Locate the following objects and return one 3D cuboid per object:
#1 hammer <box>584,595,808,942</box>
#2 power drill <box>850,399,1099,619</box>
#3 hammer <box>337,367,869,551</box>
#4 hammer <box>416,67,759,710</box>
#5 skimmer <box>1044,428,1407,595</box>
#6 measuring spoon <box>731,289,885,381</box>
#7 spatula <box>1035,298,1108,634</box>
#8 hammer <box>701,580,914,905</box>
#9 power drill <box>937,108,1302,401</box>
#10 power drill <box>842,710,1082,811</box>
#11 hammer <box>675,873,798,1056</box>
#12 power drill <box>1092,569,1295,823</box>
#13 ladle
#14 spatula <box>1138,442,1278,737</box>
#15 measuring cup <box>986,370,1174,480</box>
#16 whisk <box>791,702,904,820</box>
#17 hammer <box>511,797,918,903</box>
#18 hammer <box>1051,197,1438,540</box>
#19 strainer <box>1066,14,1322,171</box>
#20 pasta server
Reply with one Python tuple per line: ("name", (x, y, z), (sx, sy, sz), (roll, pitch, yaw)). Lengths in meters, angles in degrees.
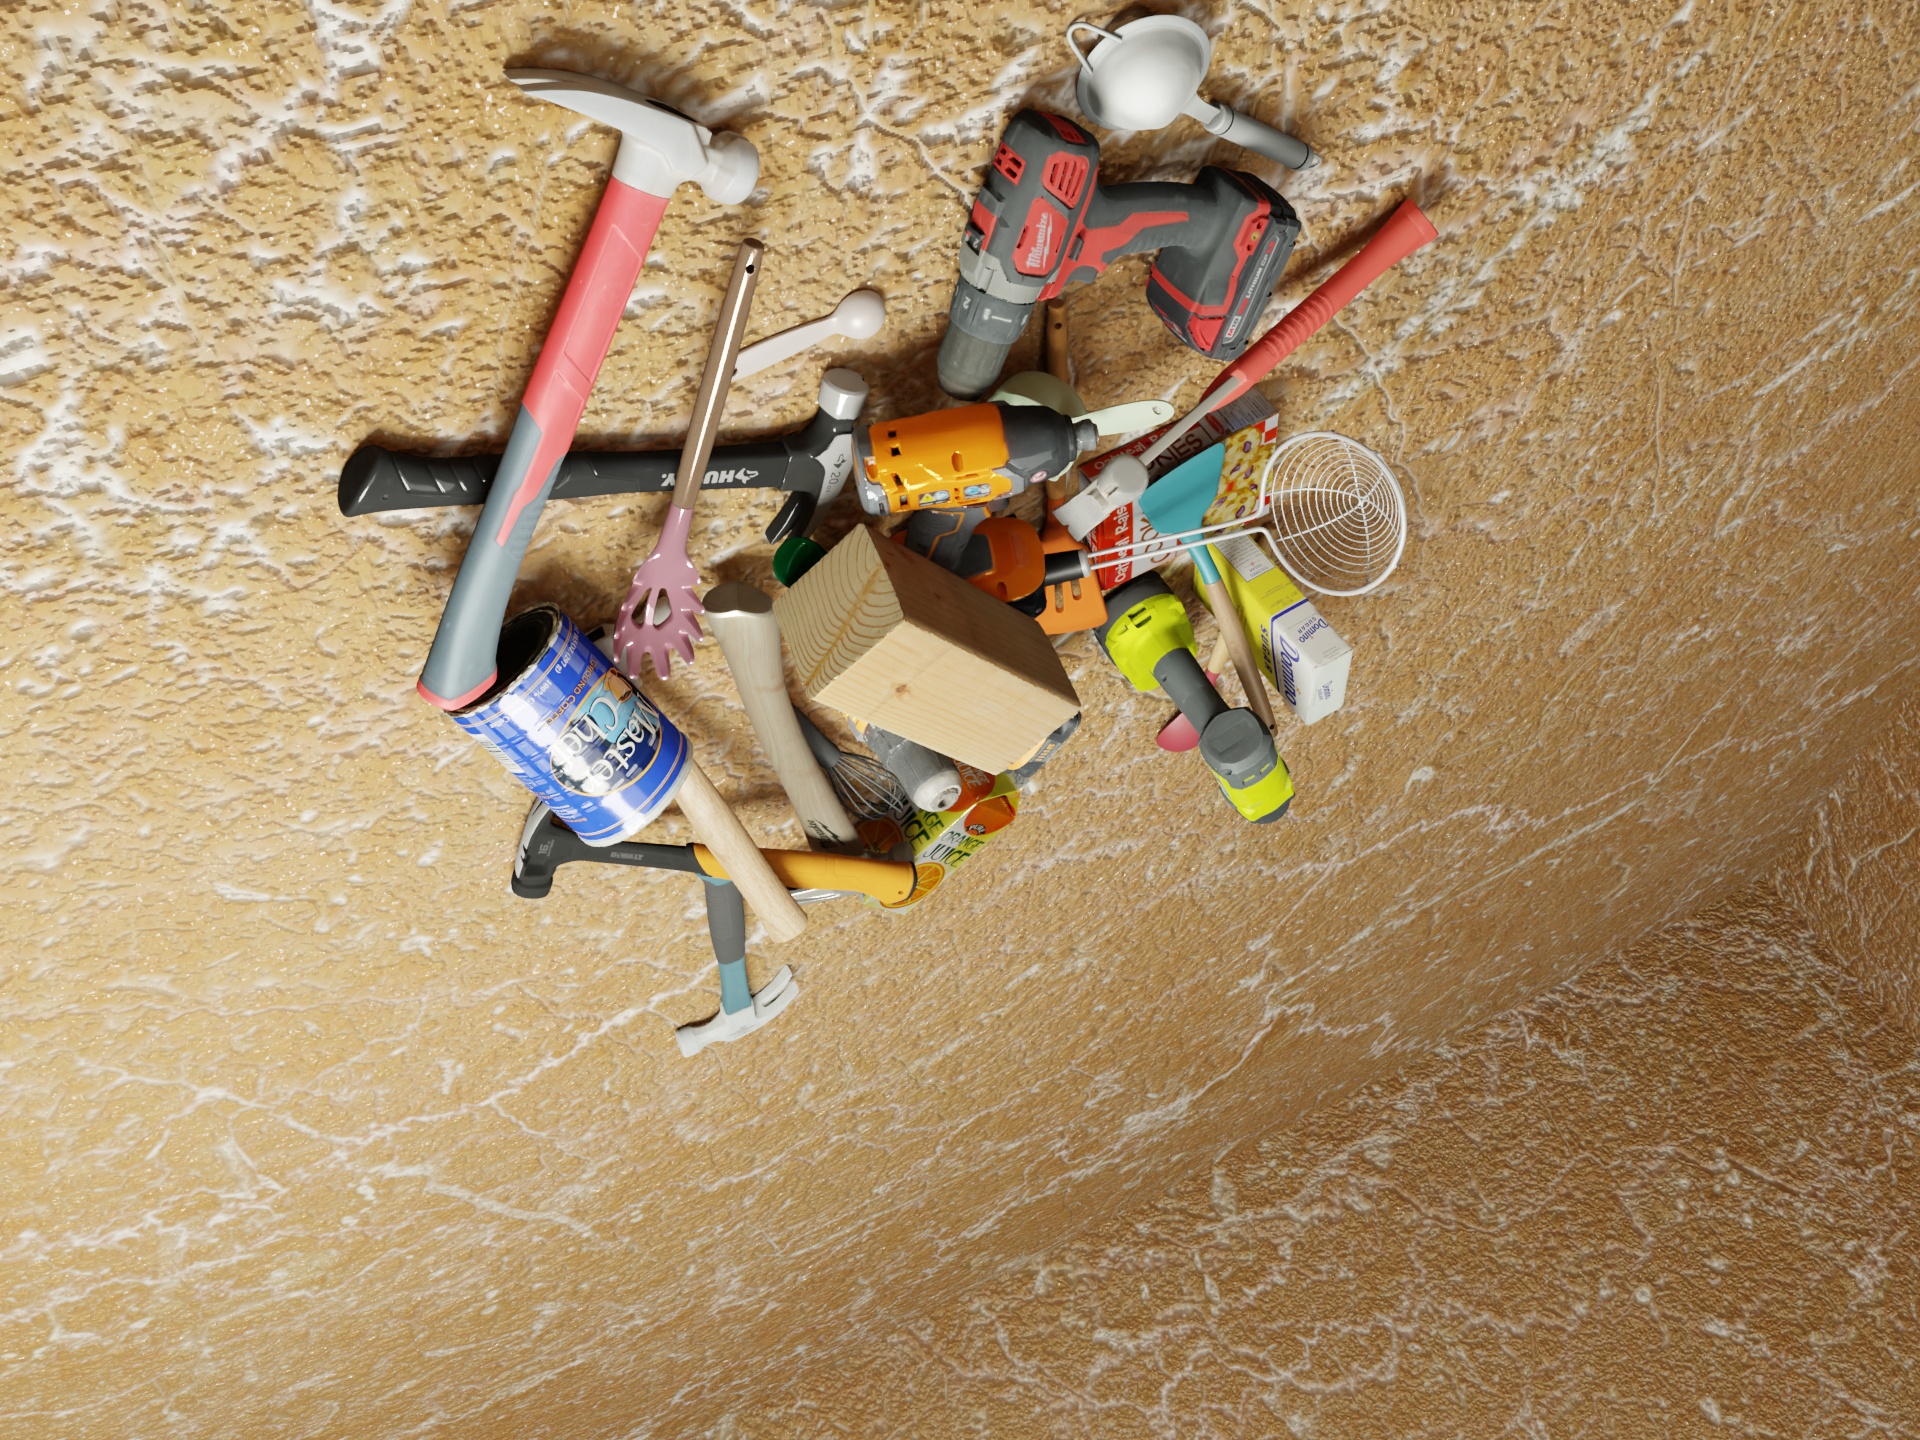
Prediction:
("hammer", (-0.205, 0.060, 1.226), (0.130, 0.031, 0.331), (-29, 127, -2))
("power drill", (0.014, -0.145, 1.128), (0.164, 0.084, 0.226), (-10, 157, -2))
("hammer", (-0.222, -0.154, 1.017), (0.334, 0.035, 0.146), (-9, 141, -32))
("hammer", (-0.252, -0.171, 0.911), (0.143, 0.038, 0.386), (6, 122, -43))
("skimmer", (0.152, -0.129, 1.215), (0.363, 0.090, 0.127), (-12, 106, 12))
("measuring spoon", (-0.102, -0.240, 1.020), (0.124, 0.018, 0.034), (-26, 148, -9))
("spatula", (0.075, -0.186, 1.226), (0.081, 0.041, 0.322), (-6, 143, -1))
("hammer", (-0.144, 0.034, 1.287), (0.146, 0.038, 0.410), (-12, 143, 3))
("power drill", (0.095, -0.293, 1.056), (0.226, 0.080, 0.187), (-3, 131, -34))
("power drill", (-0.002, -0.004, 1.275), (0.226, 0.186, 0.084), (5, 134, -48))
("hammer", (-0.222, 0.218, 1.525), (0.128, 0.033, 0.330), (-20, 146, -18))
("power drill", (0.212, -0.012, 1.408), (0.080, 0.223, 0.171), (-34, 148, 4))
("ladle", (0.257, -0.070, 1.557), (0.069, 0.031, 0.315), (-15, 142, -26))
("spatula", (0.225, -0.095, 1.345), (0.082, 0.044, 0.317), (-33, 126, -6))
("measuring cup", (0.088, -0.215, 1.108), (0.083, 0.168, 0.038), (55, 55, -29))
("whisk", (-0.113, 0.028, 1.353), (0.055, 0.055, 0.238), (-36, 143, 6))
("hammer", (-0.191, 0.112, 1.317), (0.336, 0.034, 0.127), (9, 132, -24))
("hammer", (0.217, -0.264, 1.180), (0.359, 0.036, 0.149), (-42, -176, -12))
("strainer", (0.163, -0.391, 1.028), (0.258, 0.050, 0.087), (0, 152, -46))
("pasta server", (-0.167, -0.154, 0.999), (0.060, 0.040, 0.316), (2, 133, -26))
